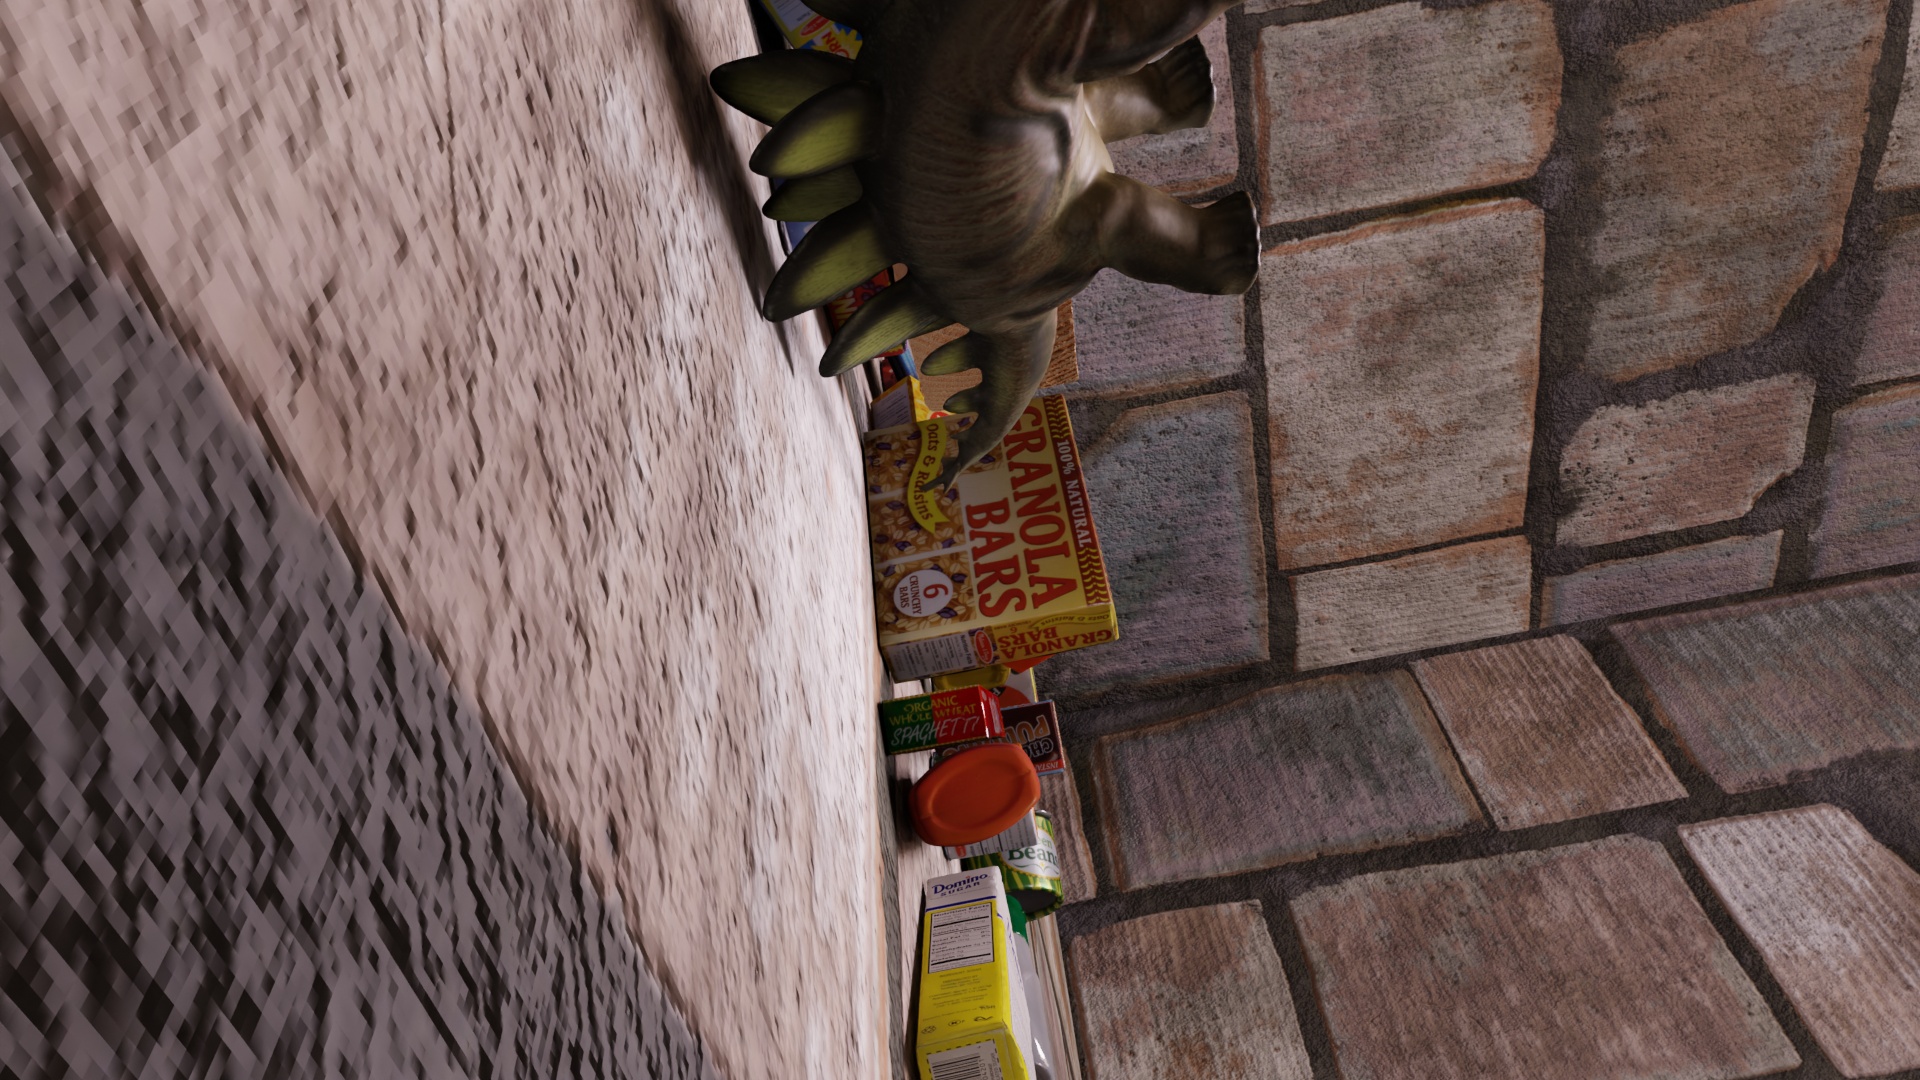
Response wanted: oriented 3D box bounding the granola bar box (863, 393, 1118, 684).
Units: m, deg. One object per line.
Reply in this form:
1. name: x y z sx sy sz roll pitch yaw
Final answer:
1. granola bar box: 0.013 -0.004 0.783 0.039 0.124 0.166 75 5 -47

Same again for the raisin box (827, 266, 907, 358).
1. raisin box: -0.062 -0.172 0.785 0.123 0.040 0.086 77 3 -58

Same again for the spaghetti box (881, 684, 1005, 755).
1. spaghetti box: -0.005 0.103 0.791 0.250 0.050 0.029 64 17 -82

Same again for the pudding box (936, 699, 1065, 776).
1. pudding box: 0.026 0.139 0.940 0.030 0.084 0.049 36 44 -83

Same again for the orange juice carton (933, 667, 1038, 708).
1. orange juice carton: 0.018 0.102 1.030 0.071 0.073 0.193 76 5 -60

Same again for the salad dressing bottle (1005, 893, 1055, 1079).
1. salad dressing bottle: 0.029 0.283 0.869 0.148 0.044 0.064 -98 174 -64

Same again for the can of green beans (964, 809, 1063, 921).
1. can of green beans: 0.036 0.231 0.977 0.071 0.071 0.058 76 4 -53

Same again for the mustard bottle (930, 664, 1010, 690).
1. mustard bottle: -0.001 0.032 0.972 0.048 0.065 0.161 86 -3 -46

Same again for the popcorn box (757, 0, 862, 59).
1. popcorn box: -0.072 -0.291 0.746 0.085 0.038 0.127 51 18 -32

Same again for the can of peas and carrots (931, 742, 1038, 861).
1. can of peas and carrots: 0.015 0.163 0.881 0.071 0.059 0.071 -19 99 -88

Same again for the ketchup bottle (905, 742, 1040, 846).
1. ketchup bottle: 0.002 0.134 0.727 0.148 0.065 0.043 109 -41 -78

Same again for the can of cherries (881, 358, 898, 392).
1. can of cherries: -0.028 -0.114 1.080 0.071 0.058 0.071 -17 98 -88

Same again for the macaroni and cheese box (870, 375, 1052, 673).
1. macaroni and cheese box: 0.003 -0.011 0.900 0.123 0.040 0.167 30 38 -40

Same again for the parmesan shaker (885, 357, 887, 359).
1. parmesan shaker: -0.007 -0.142 1.151 0.071 0.103 0.071 -20 99 -88

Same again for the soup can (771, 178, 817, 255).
1. soup can: -0.043 -0.165 0.664 0.071 0.084 0.071 -17 97 -87
